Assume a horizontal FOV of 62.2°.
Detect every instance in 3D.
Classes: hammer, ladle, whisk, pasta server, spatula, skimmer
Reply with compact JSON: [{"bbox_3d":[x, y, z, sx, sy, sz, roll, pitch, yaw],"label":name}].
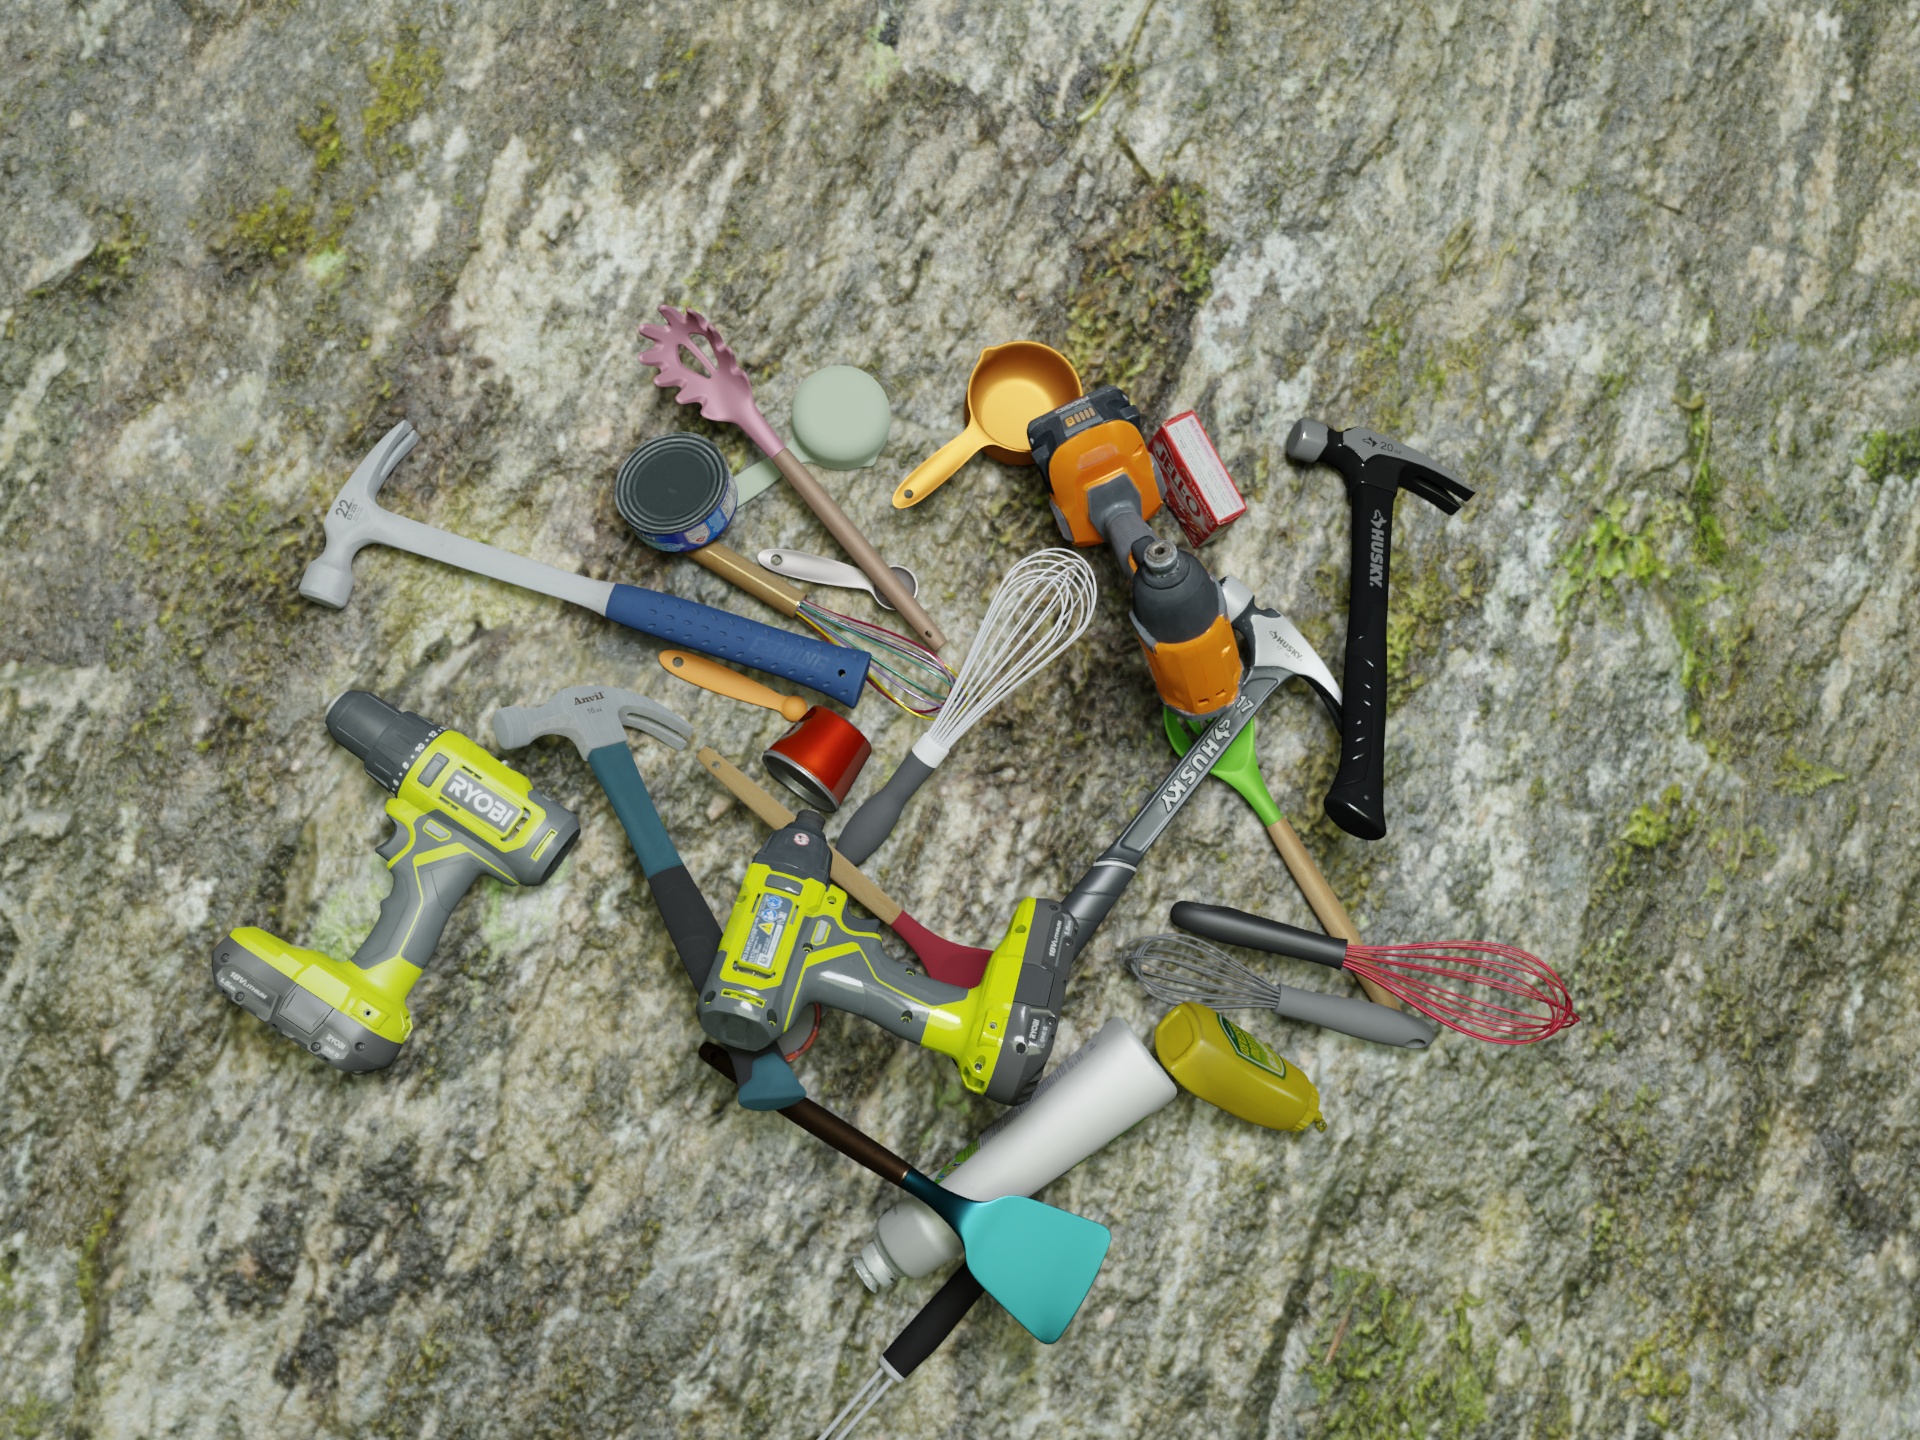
[{"bbox_3d":[0.127,0.093,1.147,0.149,0.036,0.409,40,80,-4],"label":"hammer"},{"bbox_3d":[-0.067,0.126,1.140,0.315,0.031,0.069,41,82,-5],"label":"ladle"},{"bbox_3d":[-0.001,-0.003,1.131,0.070,0.070,0.284,38,102,0],"label":"whisk"},{"bbox_3d":[-0.117,-0.173,1.163,0.060,0.040,0.316,-39,93,17],"label":"pasta server"},{"bbox_3d":[-0.053,0.298,1.072,0.318,0.044,0.082,25,79,27],"label":"spatula"},{"bbox_3d":[-0.096,0.479,1.068,0.363,0.090,0.127,-46,57,-13],"label":"skimmer"},{"bbox_3d":[0.233,0.201,1.161,0.239,0.055,0.055,15,80,-3],"label":"whisk"},{"bbox_3d":[-0.102,-0.071,1.174,0.245,0.051,0.047,31,85,2],"label":"whisk"},{"bbox_3d":[-0.197,0.117,1.087,0.128,0.033,0.331,-16,68,-36],"label":"hammer"},{"bbox_3d":[0.297,0.175,1.152,0.296,0.073,0.073,14,80,11],"label":"whisk"},{"bbox_3d":[0.305,-0.069,1.173,0.146,0.035,0.335,14,63,-9],"label":"hammer"},{"bbox_3d":[-0.260,-0.096,1.147,0.405,0.035,0.144,18,80,2],"label":"hammer"}]

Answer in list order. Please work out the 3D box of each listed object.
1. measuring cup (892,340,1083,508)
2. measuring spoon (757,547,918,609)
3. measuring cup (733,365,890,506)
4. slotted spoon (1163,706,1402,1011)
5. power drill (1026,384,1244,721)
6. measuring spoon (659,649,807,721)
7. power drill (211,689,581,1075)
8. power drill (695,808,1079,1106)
[{"bbox_3d":[0.014,-0.211,1.203,0.173,0.052,0.095,-41,88,-8],"label":"measuring cup"},{"bbox_3d":[-0.092,-0.109,1.197,0.124,0.018,0.034,14,83,3],"label":"measuring spoon"},{"bbox_3d":[-0.126,-0.204,1.192,0.167,0.038,0.083,-36,87,-11],"label":"measuring cup"},{"bbox_3d":[0.248,0.099,1.194,0.070,0.031,0.314,-31,88,-9],"label":"slotted spoon"},{"bbox_3d":[0.123,-0.127,1.107,0.084,0.164,0.227,-25,55,3],"label":"power drill"},{"bbox_3d":[-0.168,-0.027,1.175,0.117,0.011,0.021,22,80,-3],"label":"measuring spoon"},{"bbox_3d":[-0.403,0.107,1.098,0.190,0.080,0.228,34,77,-2],"label":"power drill"},{"bbox_3d":[-0.043,0.154,1.052,0.223,0.080,0.171,17,52,0],"label":"power drill"}]
